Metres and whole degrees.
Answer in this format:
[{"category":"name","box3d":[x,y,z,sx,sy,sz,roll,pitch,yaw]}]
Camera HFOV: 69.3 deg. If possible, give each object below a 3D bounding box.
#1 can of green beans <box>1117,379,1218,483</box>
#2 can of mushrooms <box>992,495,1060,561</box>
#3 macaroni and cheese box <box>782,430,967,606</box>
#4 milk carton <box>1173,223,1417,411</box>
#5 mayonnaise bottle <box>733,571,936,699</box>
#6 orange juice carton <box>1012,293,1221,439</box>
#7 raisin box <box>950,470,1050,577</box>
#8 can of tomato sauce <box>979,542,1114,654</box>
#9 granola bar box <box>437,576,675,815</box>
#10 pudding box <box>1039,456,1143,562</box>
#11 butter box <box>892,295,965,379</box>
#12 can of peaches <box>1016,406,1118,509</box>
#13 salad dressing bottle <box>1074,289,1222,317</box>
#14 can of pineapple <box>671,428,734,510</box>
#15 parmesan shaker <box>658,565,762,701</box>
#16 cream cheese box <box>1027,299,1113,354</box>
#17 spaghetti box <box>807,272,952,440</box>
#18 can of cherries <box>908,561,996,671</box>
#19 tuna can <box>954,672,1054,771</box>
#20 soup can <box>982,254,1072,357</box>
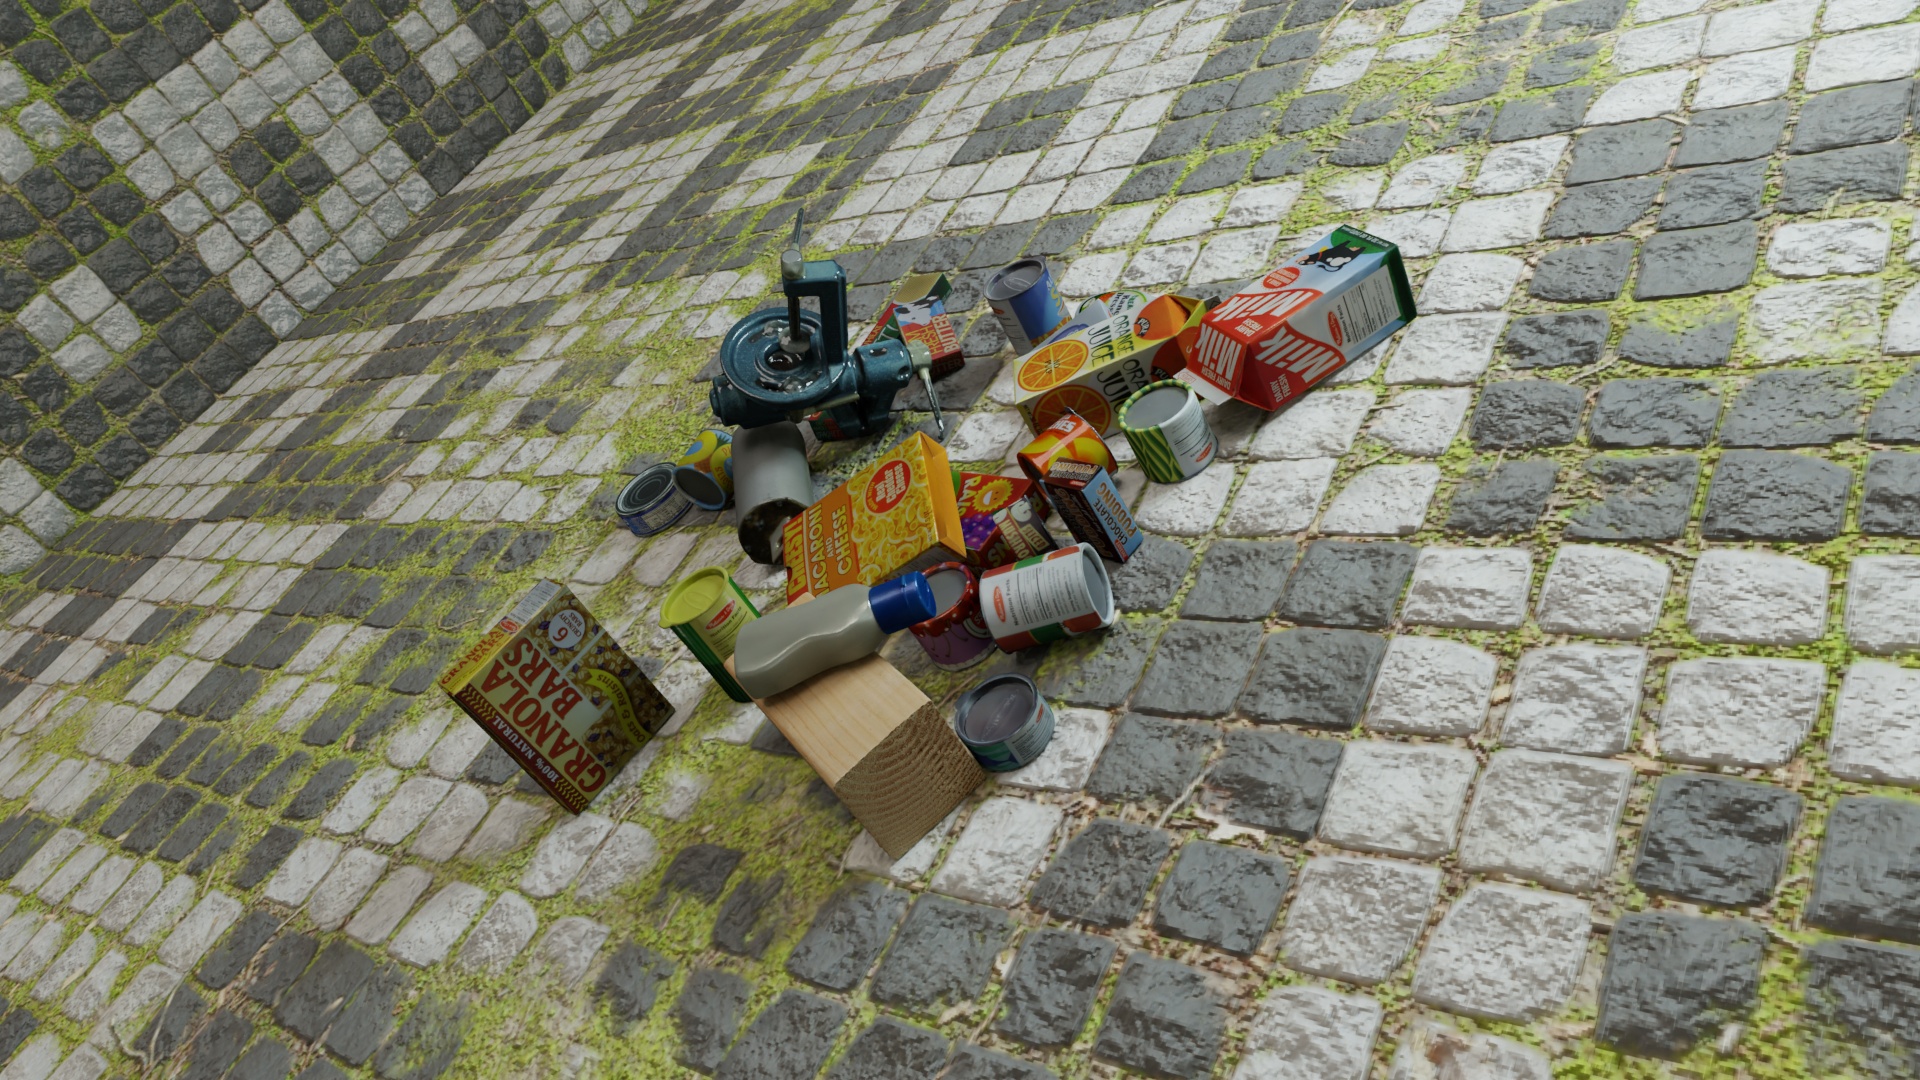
[{"category":"can of green beans","box3d":[0.169,-0.089,1.134,0.071,0.057,0.071,-22,35,16]},{"category":"can of mushrooms","box3d":[0.056,0.000,1.104,0.033,0.071,0.071,-32,34,3]},{"category":"macaroni and cheese box","box3d":[-0.078,0.001,1.179,0.166,0.040,0.124,-32,47,25]},{"category":"milk carton","box3d":[0.269,-0.173,1.137,0.191,0.073,0.072,-34,34,-7]},{"category":"mayonnaise bottle","box3d":[-0.091,0.064,1.005,0.148,0.041,0.065,-21,36,13]},{"category":"orange juice carton","box3d":[0.147,-0.150,1.215,0.192,0.071,0.073,-22,36,16]},{"category":"raisin box","box3d":[0.004,-0.015,1.191,0.123,0.040,0.086,8,51,46]},{"category":"can of tomato sauce","box3d":[0.066,0.043,1.046,0.083,0.071,0.071,-17,37,21]},{"category":"granola bar box","box3d":[-0.334,0.132,1.166,0.039,0.165,0.125,15,56,47]},{"category":"pudding box","box3d":[0.102,-0.024,1.083,0.050,0.083,0.030,17,59,49]},{"category":"butter box","box3d":[-0.034,-0.213,1.456,0.053,0.024,0.104,-18,46,-3]},{"category":"can of peaches","box3d":[0.087,-0.066,1.160,0.058,0.071,0.071,-39,34,-7]},{"category":"salad dressing bottle","box3d":[0.175,-0.203,1.283,0.147,0.044,0.064,6,58,43]},{"category":"can of pineapple","box3d":[-0.258,-0.074,1.450,0.071,0.070,0.058,-3,45,37]},{"category":"parmesan shaker","box3d":[-0.200,0.082,1.176,0.071,0.102,0.072,-21,35,16]},{"category":"cream cheese box","box3d":[0.102,-0.171,1.283,0.103,0.024,0.053,-36,52,23]},{"category":"spaghetti box","box3d":[-0.084,-0.202,1.504,0.050,0.028,0.251,-1,45,37]},{"category":"can of cherries","box3d":[-0.005,0.058,1.089,0.071,0.058,0.072,-22,35,17]},{"category":"tuna can","box3d":[0.030,0.130,0.994,0.071,0.032,0.071,-21,36,16]},{"category":"soup can","box3d":[0.072,-0.225,1.358,0.071,0.083,0.072,-21,36,16]}]
